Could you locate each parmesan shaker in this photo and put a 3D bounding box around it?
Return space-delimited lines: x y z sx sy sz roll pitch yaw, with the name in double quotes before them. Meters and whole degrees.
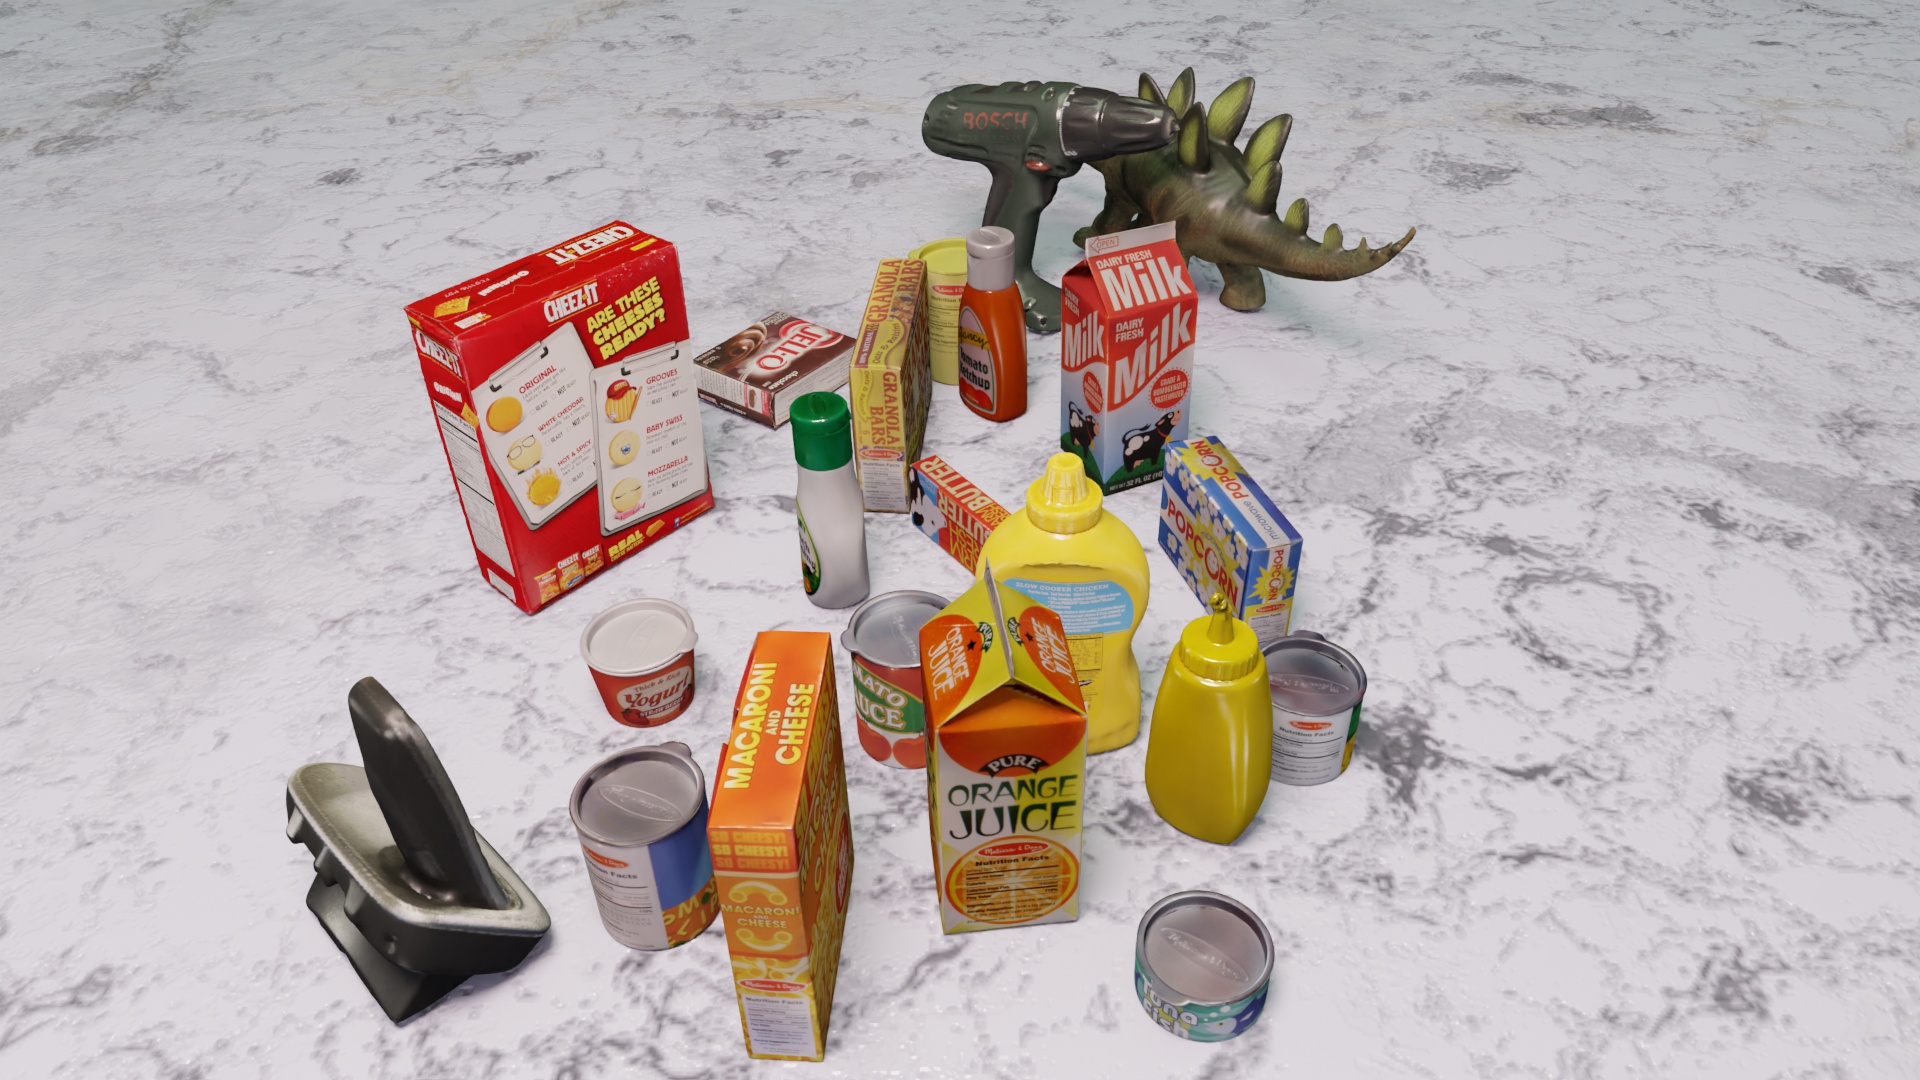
"parmesan shaker" -0.005 -0.188 1.143 0.071 0.102 0.072 -1 37 1

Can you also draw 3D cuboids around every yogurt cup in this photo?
"yogurt cup" -0.192 0.076 0.843 0.072 0.053 0.073 -1 37 1

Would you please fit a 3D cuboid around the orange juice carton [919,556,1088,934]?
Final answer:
"orange juice carton" 0.020 0.104 0.685 0.073 0.191 0.072 -5 37 -5

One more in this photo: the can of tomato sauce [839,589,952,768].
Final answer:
"can of tomato sauce" -0.031 0.082 0.805 0.071 0.082 0.071 -1 37 1

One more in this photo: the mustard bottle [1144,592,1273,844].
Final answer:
"mustard bottle" 0.133 0.088 0.727 0.065 0.159 0.049 21 43 27

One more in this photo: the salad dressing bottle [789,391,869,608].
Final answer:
"salad dressing bottle" -0.085 -0.025 0.895 0.044 0.146 0.064 -11 38 -12

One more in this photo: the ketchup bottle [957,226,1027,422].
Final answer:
"ketchup bottle" 0.025 -0.169 1.078 0.044 0.148 0.065 -24 43 -27

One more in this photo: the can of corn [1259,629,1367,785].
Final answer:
"can of corn" 0.196 0.096 0.799 0.071 0.058 0.071 -1 37 1

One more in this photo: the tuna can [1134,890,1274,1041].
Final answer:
"tuna can" 0.116 0.208 0.675 0.071 0.032 0.071 -1 37 1

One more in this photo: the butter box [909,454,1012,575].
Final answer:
"butter box" 0.003 -0.012 0.952 0.024 0.052 0.104 -24 43 -27

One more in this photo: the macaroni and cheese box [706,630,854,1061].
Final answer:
"macaroni and cheese box" -0.081 0.144 0.656 0.040 0.165 0.124 1 37 3

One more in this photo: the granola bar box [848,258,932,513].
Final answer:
"granola bar box" -0.050 -0.118 1.034 0.039 0.123 0.166 2 37 5

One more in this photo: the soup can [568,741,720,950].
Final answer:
"soup can" -0.157 0.156 0.712 0.071 0.083 0.072 -1 37 1

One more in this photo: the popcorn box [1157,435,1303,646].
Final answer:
"popcorn box" 0.172 0.000 0.903 0.038 0.084 0.127 -12 38 -13

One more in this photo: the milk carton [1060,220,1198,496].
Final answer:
"milk carton" 0.119 -0.135 0.996 0.072 0.189 0.074 -16 39 -18
